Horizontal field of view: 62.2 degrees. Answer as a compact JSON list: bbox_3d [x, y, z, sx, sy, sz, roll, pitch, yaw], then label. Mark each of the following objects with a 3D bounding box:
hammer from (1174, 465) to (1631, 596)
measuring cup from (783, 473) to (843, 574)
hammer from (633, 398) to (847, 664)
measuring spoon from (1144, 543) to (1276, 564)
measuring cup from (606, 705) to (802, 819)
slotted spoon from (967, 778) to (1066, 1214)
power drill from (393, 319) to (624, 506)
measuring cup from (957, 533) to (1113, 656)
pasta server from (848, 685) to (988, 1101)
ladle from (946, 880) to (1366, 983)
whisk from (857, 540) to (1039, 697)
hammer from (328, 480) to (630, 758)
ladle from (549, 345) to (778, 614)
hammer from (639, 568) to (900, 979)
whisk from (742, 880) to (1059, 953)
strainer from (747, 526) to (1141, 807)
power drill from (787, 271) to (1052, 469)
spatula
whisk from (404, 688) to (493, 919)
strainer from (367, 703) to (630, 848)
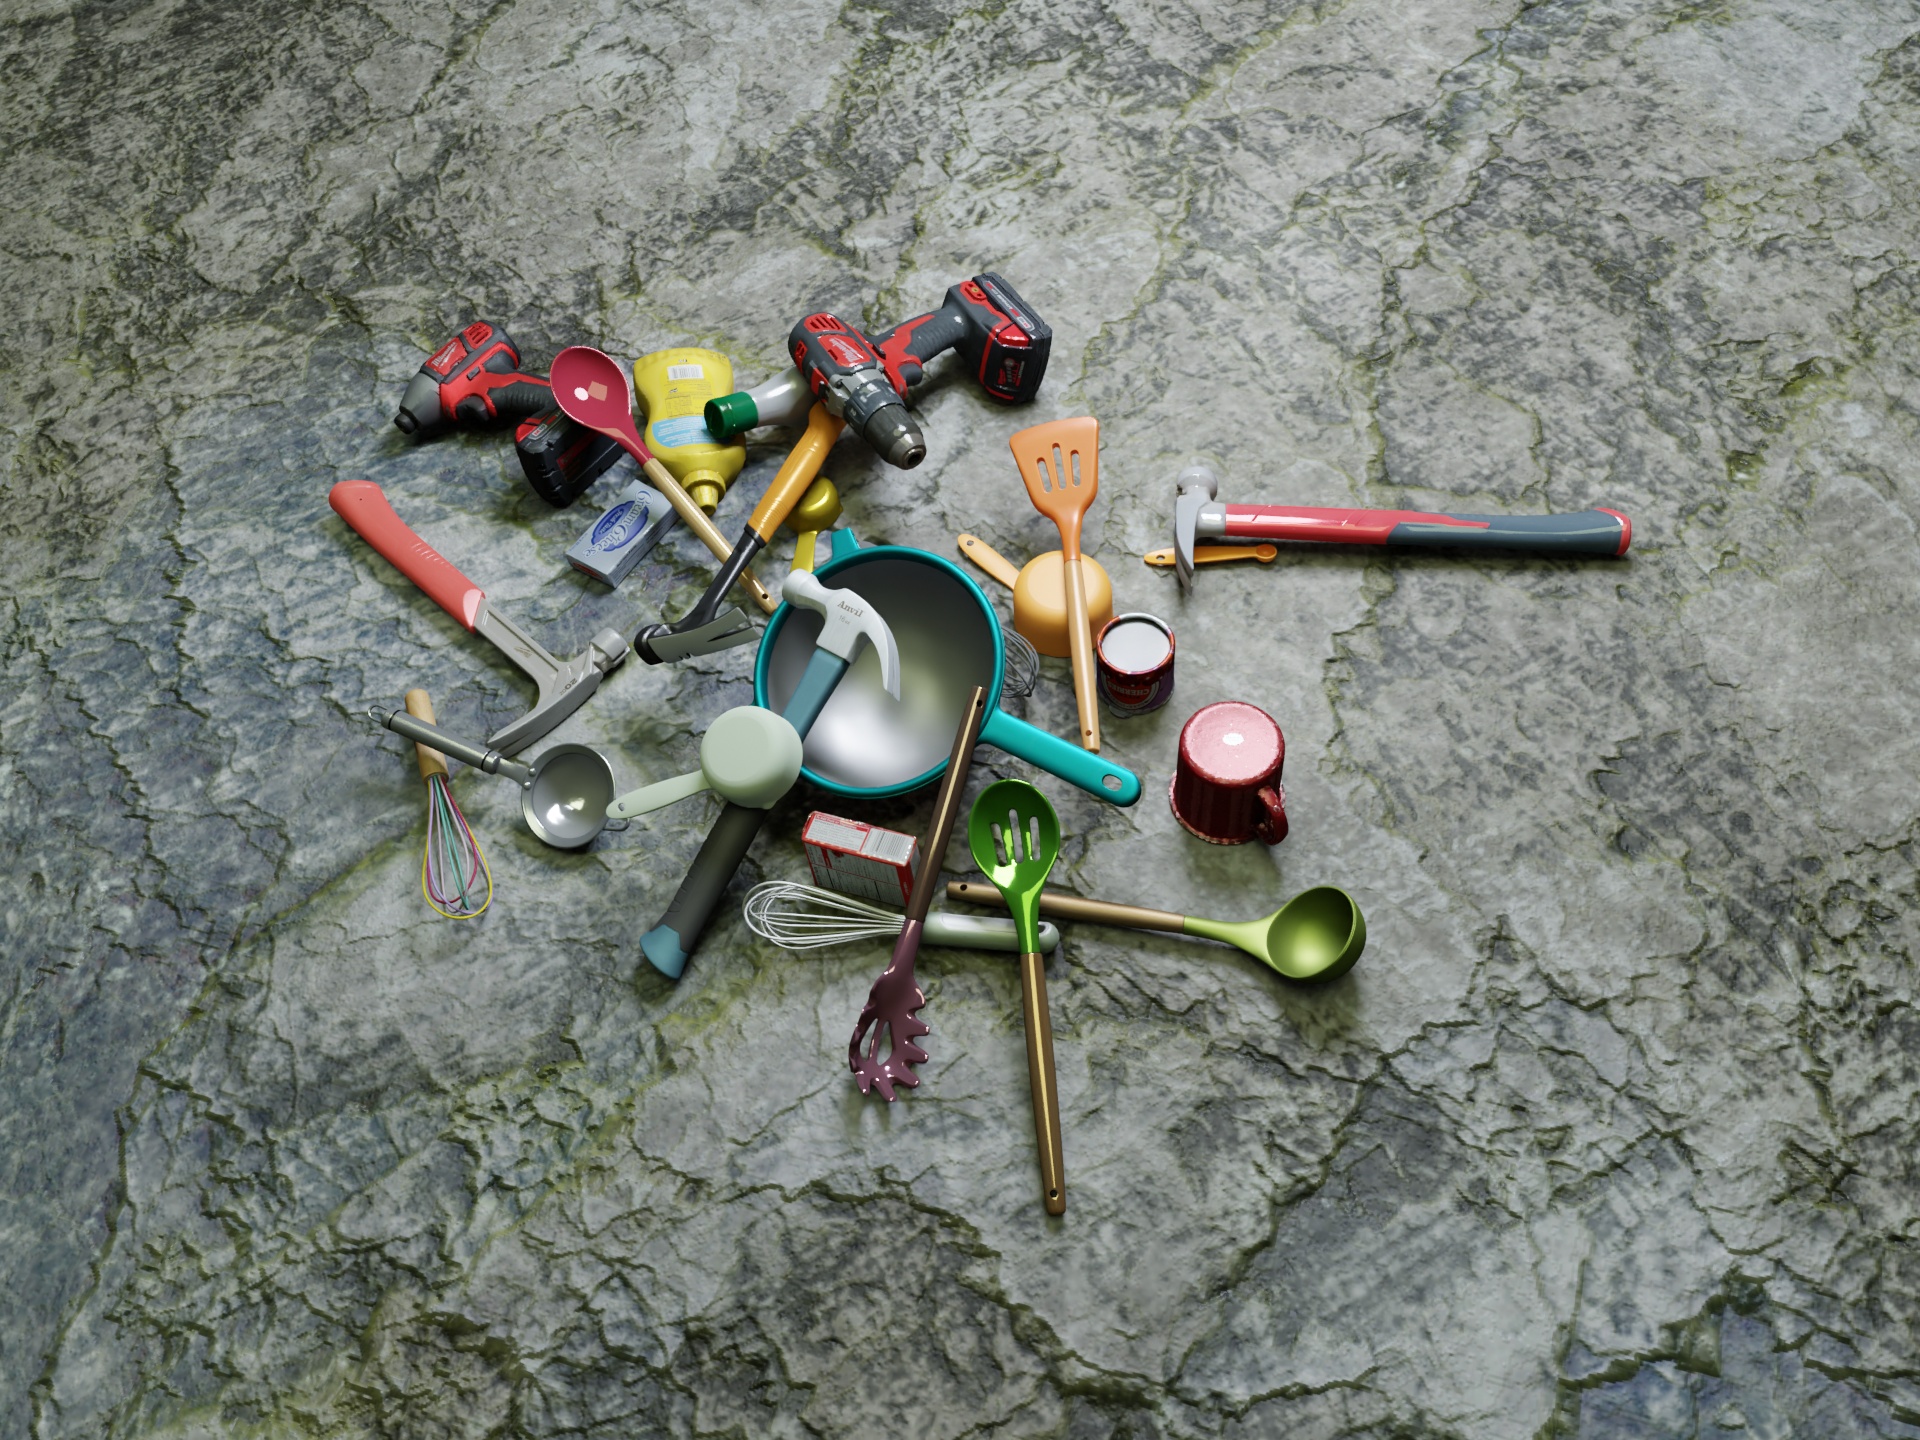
[{"bbox_3d":[0.380,-0.157,1.378,0.386,0.038,0.143,3,46,6],"label":"hammer"},{"bbox_3d":[-0.144,-0.164,1.449,0.062,0.029,0.157,0,54,6],"label":"measuring cup"},{"bbox_3d":[-0.165,-0.181,1.399,0.127,0.034,0.337,-10,41,37],"label":"hammer"},{"bbox_3d":[0.222,-0.145,1.415,0.117,0.011,0.021,-2,46,8],"label":"measuring spoon"},{"bbox_3d":[-0.204,0.041,1.223,0.167,0.038,0.083,-20,69,9],"label":"measuring cup"},{"bbox_3d":[0.052,0.196,1.157,0.070,0.031,0.314,-9,71,9],"label":"slotted spoon"},{"bbox_3d":[-0.441,-0.301,1.546,0.220,0.078,0.143,29,64,25],"label":"power drill"},{"bbox_3d":[0.059,-0.129,1.392,0.095,0.052,0.174,-41,64,-20],"label":"measuring cup"},{"bbox_3d":[-0.024,0.124,1.190,0.060,0.040,0.316,20,78,-22],"label":"pasta server"},{"bbox_3d":[0.143,0.145,1.205,0.320,0.062,0.078,7,55,13],"label":"ladle"},{"bbox_3d":[-0.017,-0.093,1.381,0.055,0.055,0.239,-39,57,-18],"label":"whisk"},{"bbox_3d":[-0.468,-0.111,1.445,0.359,0.036,0.149,37,67,25],"label":"hammer"},{"bbox_3d":[-0.266,-0.216,1.446,0.069,0.031,0.315,-37,80,-20],"label":"ladle"},{"bbox_3d":[-0.156,0.048,1.246,0.128,0.033,0.331,27,84,22],"label":"hammer"},{"bbox_3d":[-0.047,0.156,1.223,0.246,0.059,0.058,5,30,4],"label":"whisk"},{"bbox_3d":[-0.002,-0.004,1.286,0.340,0.095,0.211,26,83,19],"label":"strainer"},{"bbox_3d":[-0.025,-0.323,1.478,0.226,0.080,0.188,-22,59,-27],"label":"power drill"},{"bbox_3d":[0.093,-0.116,1.326,0.081,0.041,0.323,-11,57,12],"label":"spatula"},{"bbox_3d":[-0.436,0.066,1.323,0.047,0.051,0.245,-24,55,-3],"label":"whisk"},{"bbox_3d":[-0.379,0.037,1.318,0.258,0.050,0.087,22,89,10],"label":"strainer"}]
